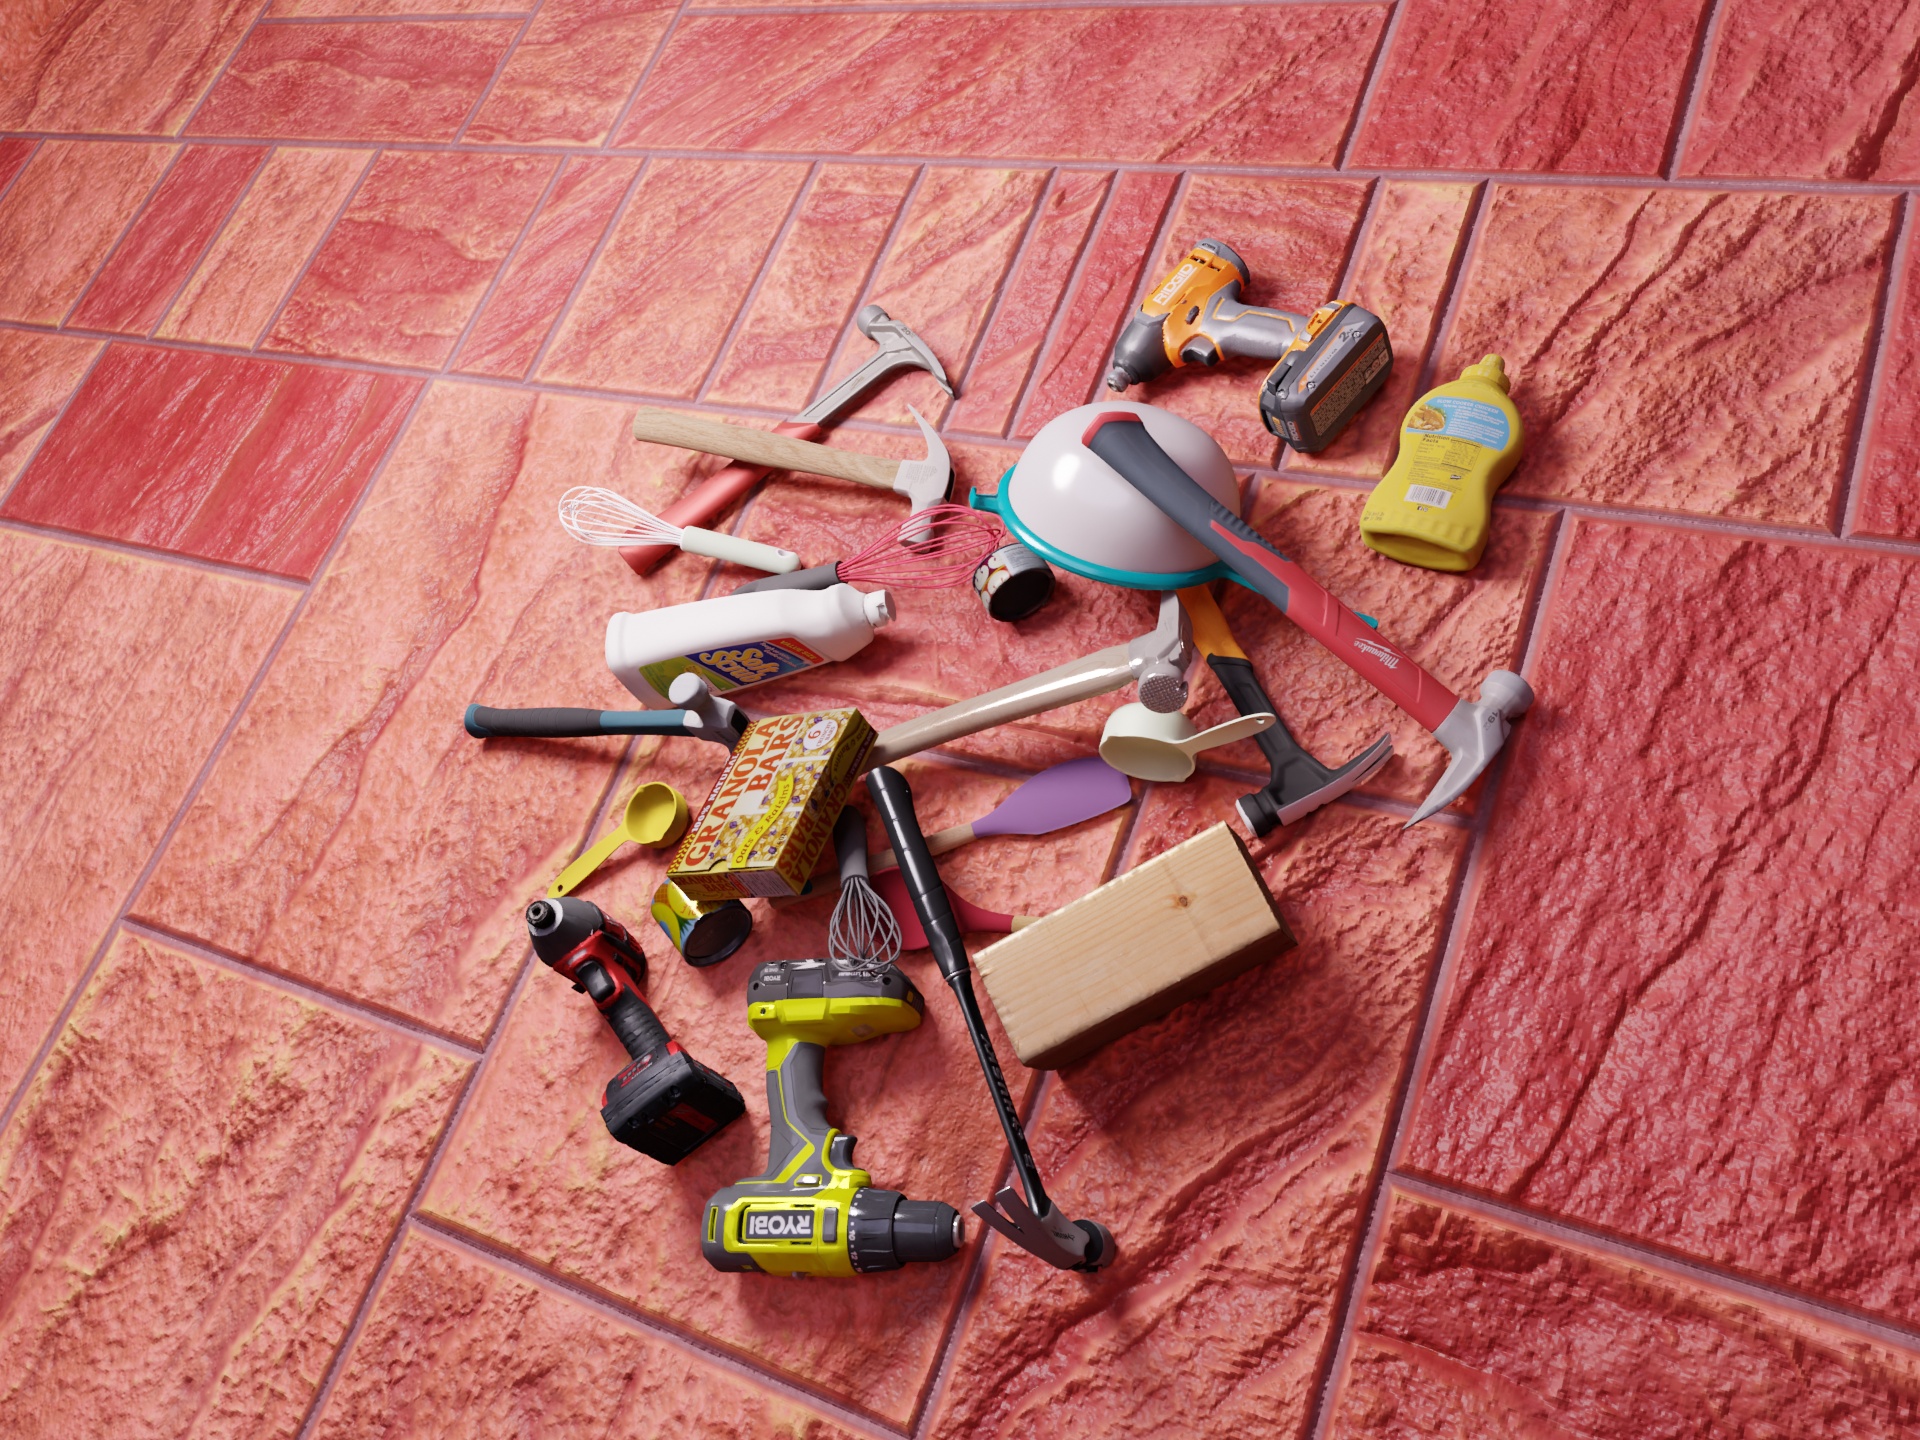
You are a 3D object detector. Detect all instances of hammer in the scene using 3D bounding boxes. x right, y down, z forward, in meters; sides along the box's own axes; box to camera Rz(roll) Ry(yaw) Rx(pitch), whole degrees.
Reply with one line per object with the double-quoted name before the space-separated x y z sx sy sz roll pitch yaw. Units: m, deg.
"hammer" -0.327 0.001 1.436 0.331 0.128 0.033 0 62 32
"hammer" -0.179 -0.259 1.553 0.359 0.036 0.149 -38 56 -2
"hammer" 0.236 -0.089 1.187 0.386 0.038 0.143 40 73 6
"hammer" -0.002 -0.004 1.309 0.410 0.038 0.146 -20 32 23
"hammer" 0.215 -0.068 1.292 0.127 0.034 0.337 -30 56 5
"hammer" -0.161 -0.255 1.504 0.331 0.031 0.130 15 79 18
"hammer" 0.000 0.201 1.166 0.036 0.149 0.409 -32 55 14

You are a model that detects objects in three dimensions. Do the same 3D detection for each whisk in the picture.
"whisk" -0.080 0.126 1.246 0.055 0.055 0.239 -28 26 6
"whisk" -0.268 -0.173 1.508 0.246 0.059 0.058 15 29 9
"whisk" -0.091 -0.136 1.427 0.296 0.073 0.073 -12 59 28

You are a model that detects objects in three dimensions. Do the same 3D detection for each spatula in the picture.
"spatula" -0.013 0.097 1.304 0.316 0.018 0.060 -21 53 9

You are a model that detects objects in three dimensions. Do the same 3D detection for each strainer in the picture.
"strainer" 0.189 -0.172 1.271 0.341 0.095 0.211 31 42 25

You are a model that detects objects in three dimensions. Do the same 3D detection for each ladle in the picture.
"ladle" 0.066 0.160 1.234 0.315 0.031 0.069 4 70 22

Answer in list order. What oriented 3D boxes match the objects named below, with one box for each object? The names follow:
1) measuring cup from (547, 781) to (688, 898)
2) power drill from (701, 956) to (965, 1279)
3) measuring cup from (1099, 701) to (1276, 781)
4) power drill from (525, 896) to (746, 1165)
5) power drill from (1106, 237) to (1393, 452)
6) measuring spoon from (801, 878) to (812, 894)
"measuring cup" -0.304 0.115 1.413 0.156 0.029 0.062 -38 55 13
"power drill" -0.088 0.299 1.192 0.190 0.080 0.229 -5 64 15
"measuring cup" 0.177 0.004 1.215 0.167 0.083 0.038 -21 47 48
"power drill" -0.269 0.233 1.260 0.078 0.143 0.220 -37 58 -4
"power drill" 0.243 -0.321 1.394 0.164 0.084 0.227 -48 53 -7
"measuring spoon" -0.169 0.124 1.345 0.129 0.021 0.042 23 65 34
